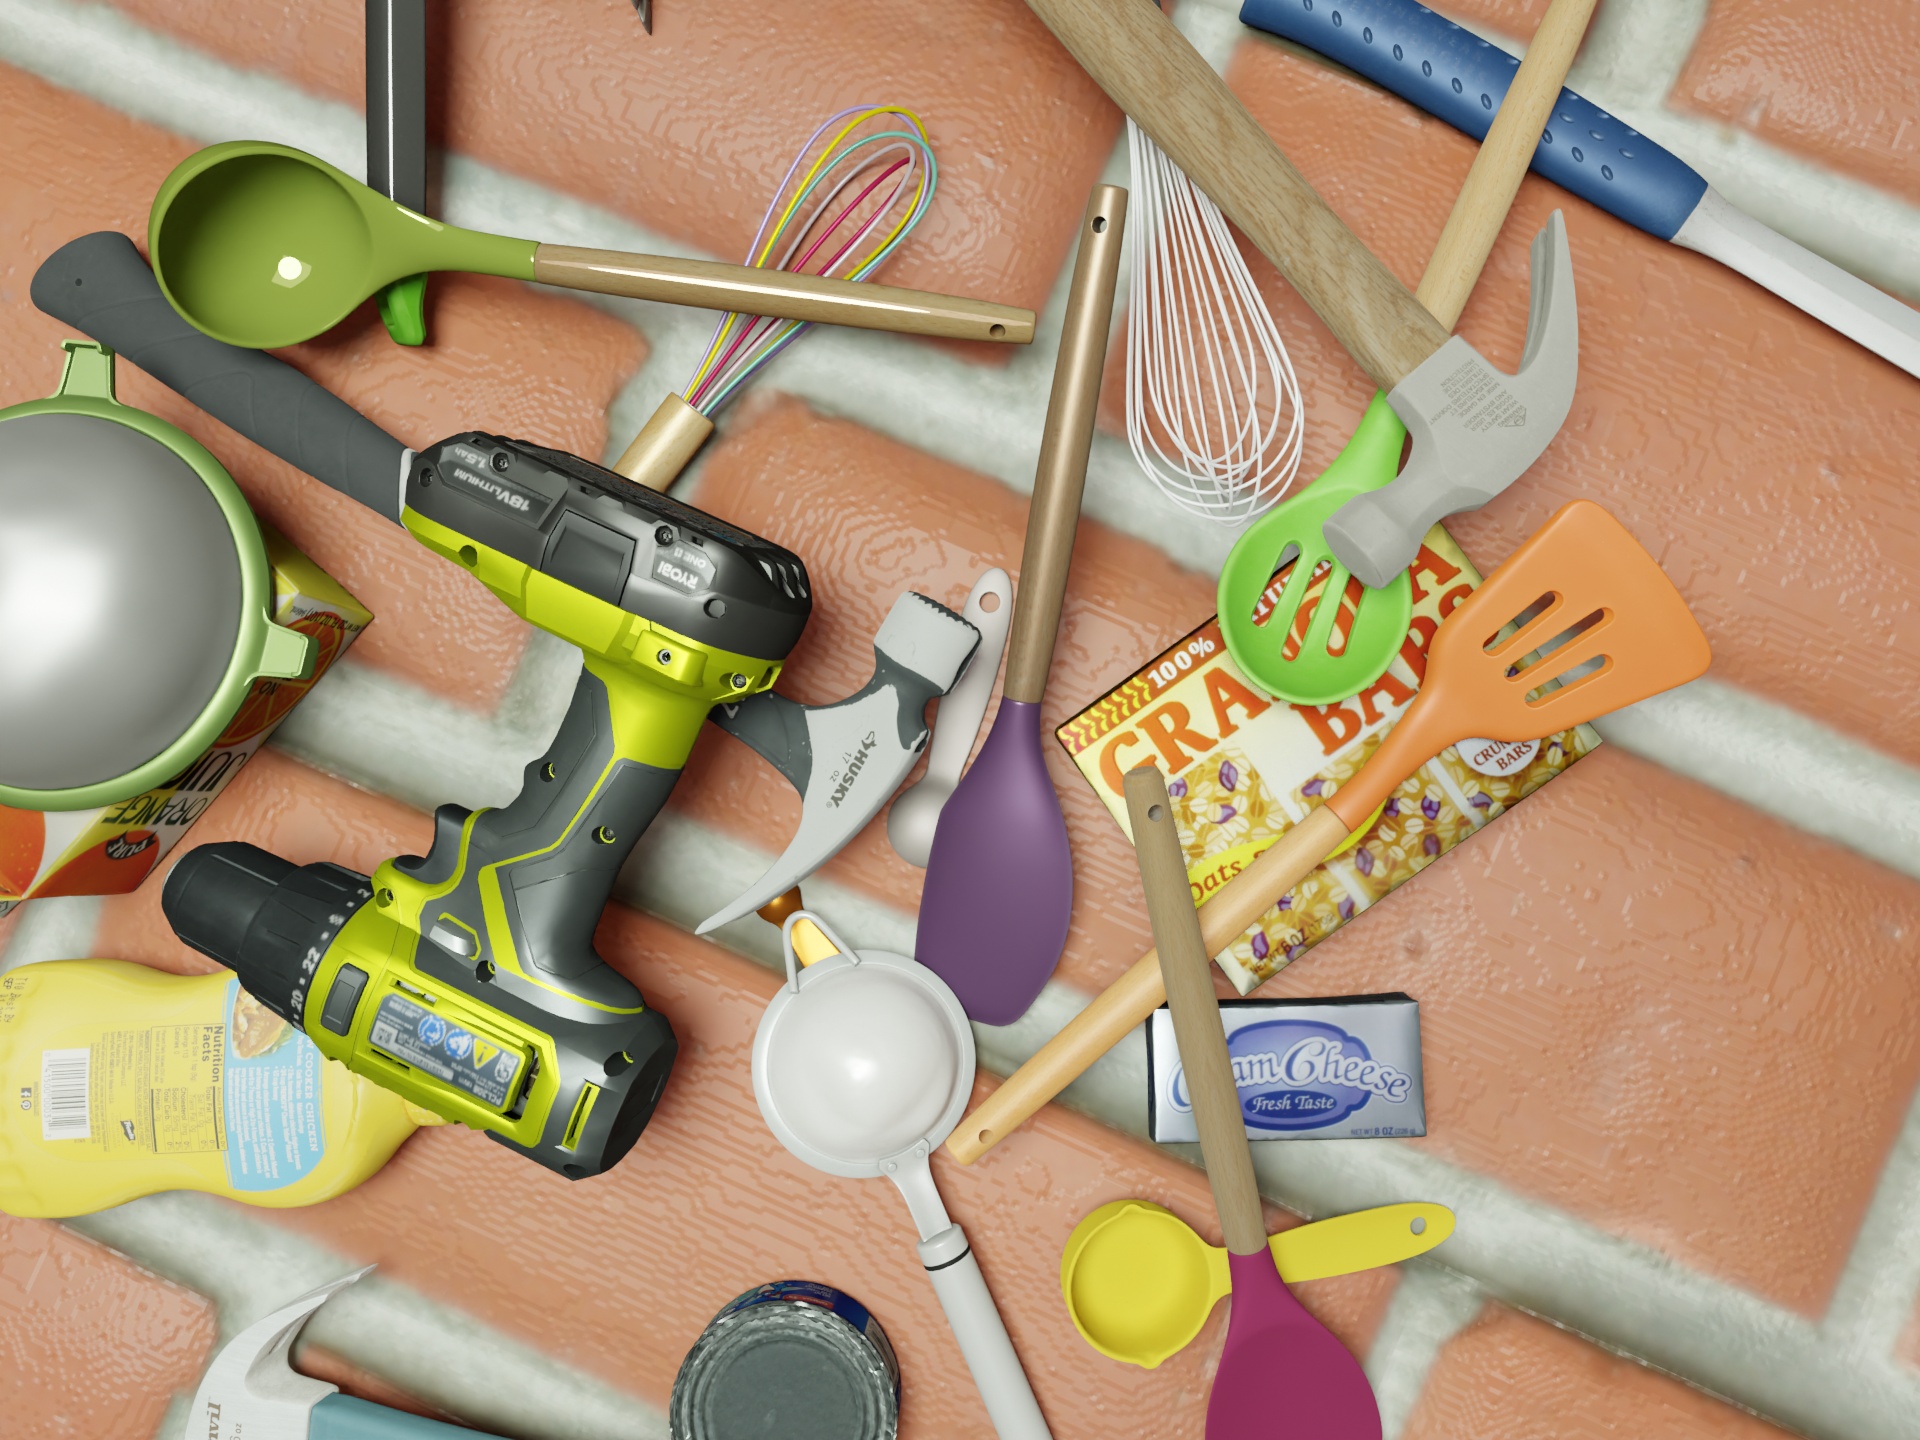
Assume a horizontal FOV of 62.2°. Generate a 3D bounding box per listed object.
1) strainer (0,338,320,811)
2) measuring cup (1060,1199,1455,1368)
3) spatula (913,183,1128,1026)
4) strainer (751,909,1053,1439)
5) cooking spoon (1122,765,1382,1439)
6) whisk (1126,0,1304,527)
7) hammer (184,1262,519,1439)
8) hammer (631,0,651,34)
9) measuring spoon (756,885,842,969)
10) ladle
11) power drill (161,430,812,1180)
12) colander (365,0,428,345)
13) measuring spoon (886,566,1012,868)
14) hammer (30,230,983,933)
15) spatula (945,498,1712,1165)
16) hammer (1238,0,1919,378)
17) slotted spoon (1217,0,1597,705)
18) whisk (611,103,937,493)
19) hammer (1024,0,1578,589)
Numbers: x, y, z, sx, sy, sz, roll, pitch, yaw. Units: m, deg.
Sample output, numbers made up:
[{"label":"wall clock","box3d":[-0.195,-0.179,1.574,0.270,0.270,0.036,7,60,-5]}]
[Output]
[{"label":"strainer","box3d":[-0.366,-0.013,0.544,0.256,0.069,0.151,-36,86,-2]},{"label":"measuring cup","box3d":[0.114,0.205,0.614,0.156,0.029,0.062,-8,90,-10]},{"label":"spatula","box3d":[0.029,-0.032,0.585,0.060,0.018,0.315,13,106,15]},{"label":"strainer","box3d":[-0.008,0.192,0.604,0.087,0.050,0.258,-24,92,-13]},{"label":"cooking spoon","box3d":[0.099,0.166,0.575,0.068,0.017,0.318,-15,104,-6]},{"label":"whisk","box3d":[0.077,-0.213,0.606,0.070,0.070,0.284,-12,90,1]},{"label":"hammer","box3d":[-0.131,0.285,0.580,0.331,0.033,0.128,7,93,12]},{"label":"hammer","box3d":[0.052,-0.344,0.639,0.386,0.038,0.143,4,88,2]},{"label":"measuring spoon","box3d":[-0.044,0.110,0.627,0.021,0.011,0.117,-37,86,0]},{"label":"ladle","box3d":[-0.131,-0.159,0.585,0.320,0.078,0.062,7,43,-1]},{"label":"power drill","box3d":[-0.165,0.022,0.552,0.190,0.080,0.228,24,98,8]},{"label":"colander","box3d":[-0.183,-0.347,0.619,0.094,0.205,0.397,-4,104,-32]},{"label":"measuring spoon","box3d":[-0.001,-0.002,0.629,0.034,0.018,0.124,15,86,3]},{"label":"hammer","box3d":[-0.198,-0.074,0.615,0.409,0.036,0.149,32,96,10]},{"label":"spatula","box3d":[0.119,0.053,0.569,0.322,0.041,0.081,-42,102,1]},{"label":"hammer","box3d":[0.297,-0.198,0.621,0.405,0.035,0.144,32,89,4]},{"label":"slotted spoon","box3d":[0.177,-0.149,0.590,0.070,0.031,0.314,24,85,6]},{"label":"whisk","box3d":[-0.090,-0.139,0.632,0.051,0.047,0.245,39,93,8]},{"label":"hammer","box3d":[0.088,-0.211,0.562,0.130,0.031,0.331,-40,85,-1]}]
